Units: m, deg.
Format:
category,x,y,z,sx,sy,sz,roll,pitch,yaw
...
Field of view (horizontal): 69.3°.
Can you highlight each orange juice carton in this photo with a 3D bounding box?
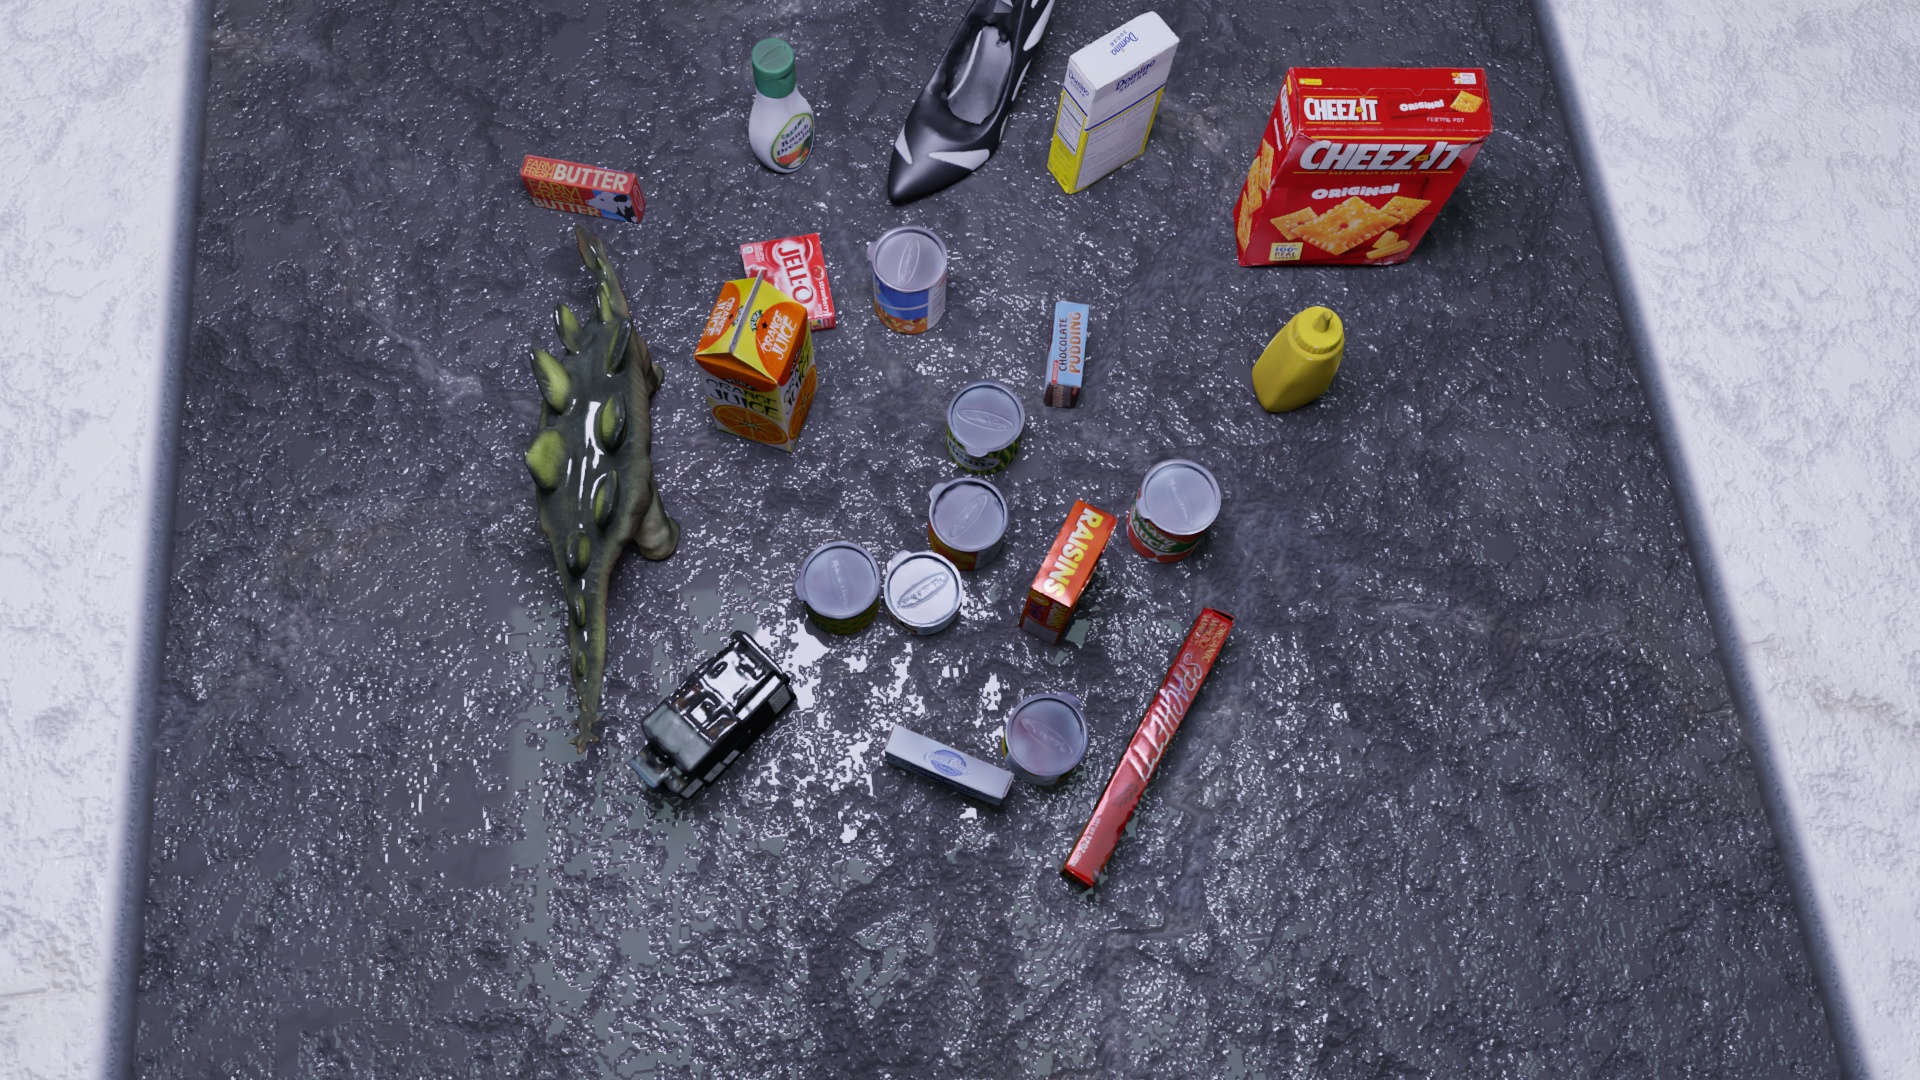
category,x,y,z,sx,sy,sz,roll,pitch,yaw
orange juice carton,-0.167,-0.148,1.146,0.073,0.192,0.072,18,72,4

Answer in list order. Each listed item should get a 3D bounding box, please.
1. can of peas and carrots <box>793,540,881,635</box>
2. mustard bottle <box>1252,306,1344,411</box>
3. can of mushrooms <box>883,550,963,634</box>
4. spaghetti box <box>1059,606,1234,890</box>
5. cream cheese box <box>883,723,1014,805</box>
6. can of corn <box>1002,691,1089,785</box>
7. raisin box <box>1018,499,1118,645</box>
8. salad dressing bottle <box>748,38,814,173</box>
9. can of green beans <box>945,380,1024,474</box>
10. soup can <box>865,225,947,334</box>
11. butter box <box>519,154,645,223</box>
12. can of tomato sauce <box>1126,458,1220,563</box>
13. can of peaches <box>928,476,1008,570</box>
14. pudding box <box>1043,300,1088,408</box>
category,x,y,z,sx,sy,sz,roll,pitch,yaw
can of peas and carrots,-0.101,0.041,1.154,0.071,0.058,0.071,1,71,-2
mustard bottle,0.295,-0.161,1.187,0.065,0.159,0.049,-15,73,-7
can of mushrooms,-0.033,0.043,1.170,0.071,0.033,0.071,1,71,-2
spaghetti box,0.152,0.166,1.127,0.029,0.050,0.251,29,72,7
cream cheese box,-0.010,0.181,1.113,0.104,0.053,0.024,22,72,5
can of corn,0.069,0.160,1.121,0.071,0.058,0.071,1,71,-2
raisin box,0.086,0.028,1.133,0.040,0.123,0.086,28,73,7
salad dressing bottle,-0.164,-0.391,1.254,0.064,0.147,0.044,-42,78,-14
can of green beans,0.020,-0.097,1.208,0.071,0.057,0.071,1,71,-2
soup can,-0.048,-0.232,1.238,0.071,0.083,0.071,1,71,-2
butter box,-0.345,-0.321,1.272,0.103,0.053,0.024,10,71,1
can of tomato sauce,0.177,-0.022,1.175,0.071,0.083,0.071,1,71,-2
can of peaches,0.004,-0.015,1.178,0.071,0.058,0.071,1,71,-2
pudding box,0.094,-0.166,1.239,0.030,0.049,0.084,7,71,0
